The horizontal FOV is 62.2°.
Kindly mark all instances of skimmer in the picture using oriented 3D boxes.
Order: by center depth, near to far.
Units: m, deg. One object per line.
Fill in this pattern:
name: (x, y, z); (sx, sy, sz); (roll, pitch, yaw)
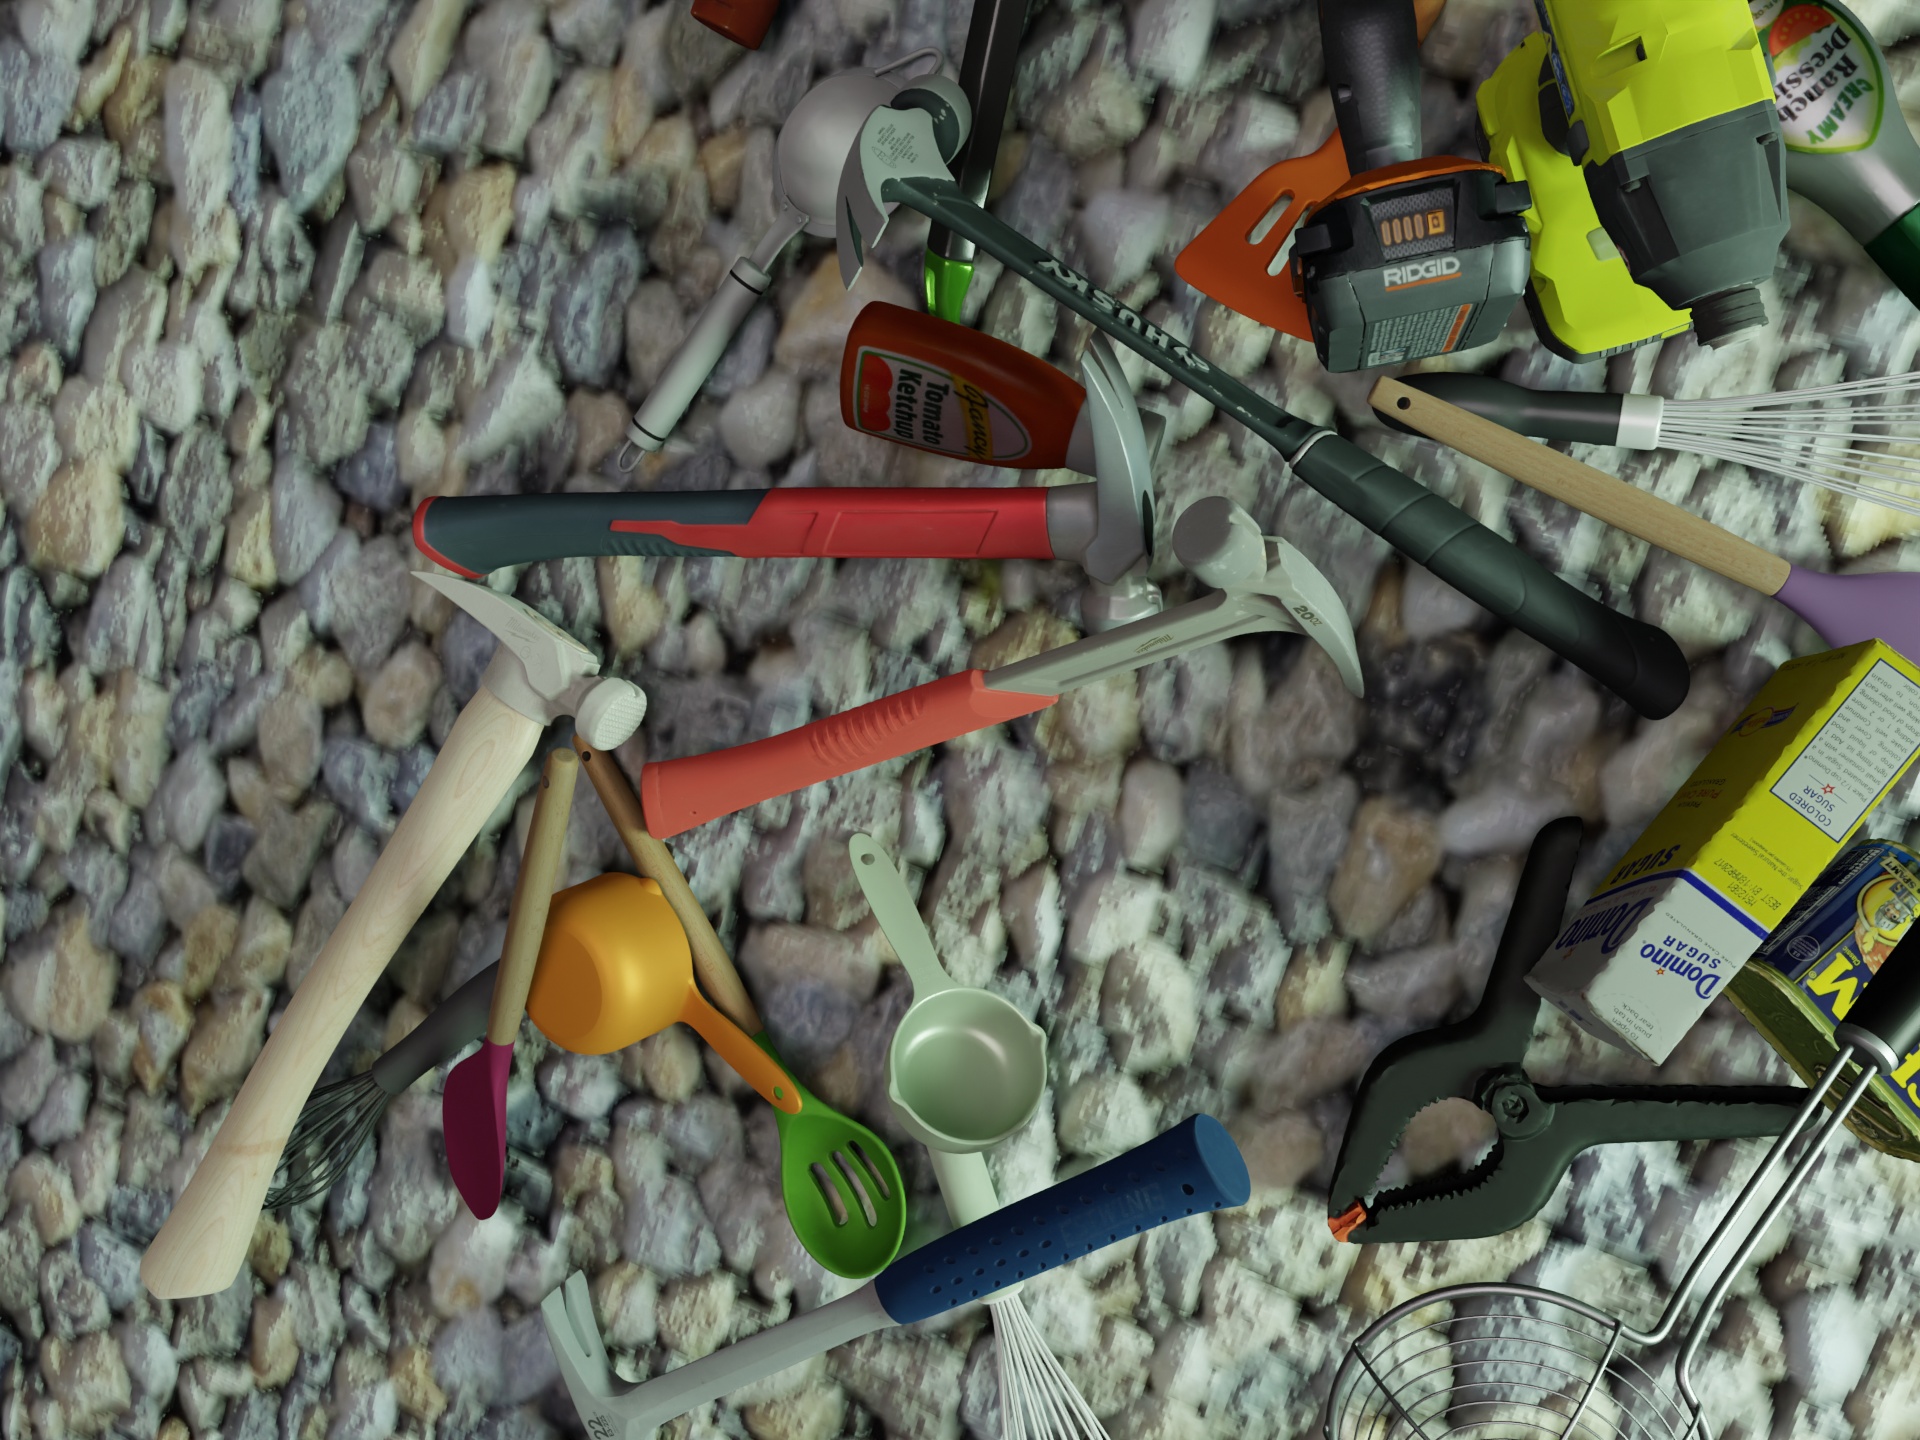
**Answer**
skimmer: (0.282, 0.167, 0.588); (0.127, 0.090, 0.363); (45, 73, 3)

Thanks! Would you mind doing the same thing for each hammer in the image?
hammer: (0.128, -0.118, 0.645); (0.409, 0.149, 0.036); (32, 129, -7)
hammer: (-0.001, -0.002, 0.741); (0.359, 0.149, 0.037); (-19, 59, 28)
hammer: (-0.101, -0.107, 0.760); (0.386, 0.038, 0.143); (2, 129, 20)
hammer: (-0.045, 0.277, 0.764); (0.405, 0.035, 0.144); (-33, 88, 26)
hammer: (-0.325, 0.120, 0.836); (0.146, 0.038, 0.410); (34, 95, 19)

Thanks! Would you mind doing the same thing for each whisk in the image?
whisk: (0.313, -0.119, 0.653); (0.285, 0.070, 0.070); (9, 97, 21)
whisk: (0.022, 0.288, 0.780); (0.058, 0.059, 0.246); (-17, 85, -19)
whisk: (-0.310, 0.195, 0.871); (0.239, 0.055, 0.055); (-38, 84, 11)

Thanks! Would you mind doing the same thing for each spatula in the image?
spatula: (0.314, -0.071, 0.652); (0.316, 0.018, 0.059); (25, 104, 3)
spatula: (0.202, -0.316, 0.676); (0.081, 0.041, 0.322); (30, 101, 13)

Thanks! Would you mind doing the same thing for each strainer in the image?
strainer: (-0.098, -0.224, 0.775); (0.087, 0.050, 0.258); (46, 109, 25)

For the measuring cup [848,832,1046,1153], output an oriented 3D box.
measuring cup: (-0.019, 0.133, 0.779); (0.083, 0.038, 0.168); (-18, 65, -23)

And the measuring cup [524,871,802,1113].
measuring cup: (-0.155, 0.148, 0.793); (0.174, 0.052, 0.095); (35, 117, 25)

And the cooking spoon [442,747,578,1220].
cooking spoon: (-0.225, 0.140, 0.795); (0.069, 0.017, 0.318); (45, 130, 32)

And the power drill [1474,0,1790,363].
power drill: (0.242, -0.207, 0.577); (0.080, 0.223, 0.171); (-16, 90, 17)

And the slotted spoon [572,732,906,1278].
slotted spoon: (-0.118, 0.139, 0.817); (0.070, 0.031, 0.314); (-34, 83, 20)

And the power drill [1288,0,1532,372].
power drill: (0.155, -0.258, 0.595); (0.084, 0.164, 0.226); (-9, 91, 13)

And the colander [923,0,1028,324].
colander: (0.063, -0.359, 0.686); (0.094, 0.205, 0.397); (5, 116, -18)
